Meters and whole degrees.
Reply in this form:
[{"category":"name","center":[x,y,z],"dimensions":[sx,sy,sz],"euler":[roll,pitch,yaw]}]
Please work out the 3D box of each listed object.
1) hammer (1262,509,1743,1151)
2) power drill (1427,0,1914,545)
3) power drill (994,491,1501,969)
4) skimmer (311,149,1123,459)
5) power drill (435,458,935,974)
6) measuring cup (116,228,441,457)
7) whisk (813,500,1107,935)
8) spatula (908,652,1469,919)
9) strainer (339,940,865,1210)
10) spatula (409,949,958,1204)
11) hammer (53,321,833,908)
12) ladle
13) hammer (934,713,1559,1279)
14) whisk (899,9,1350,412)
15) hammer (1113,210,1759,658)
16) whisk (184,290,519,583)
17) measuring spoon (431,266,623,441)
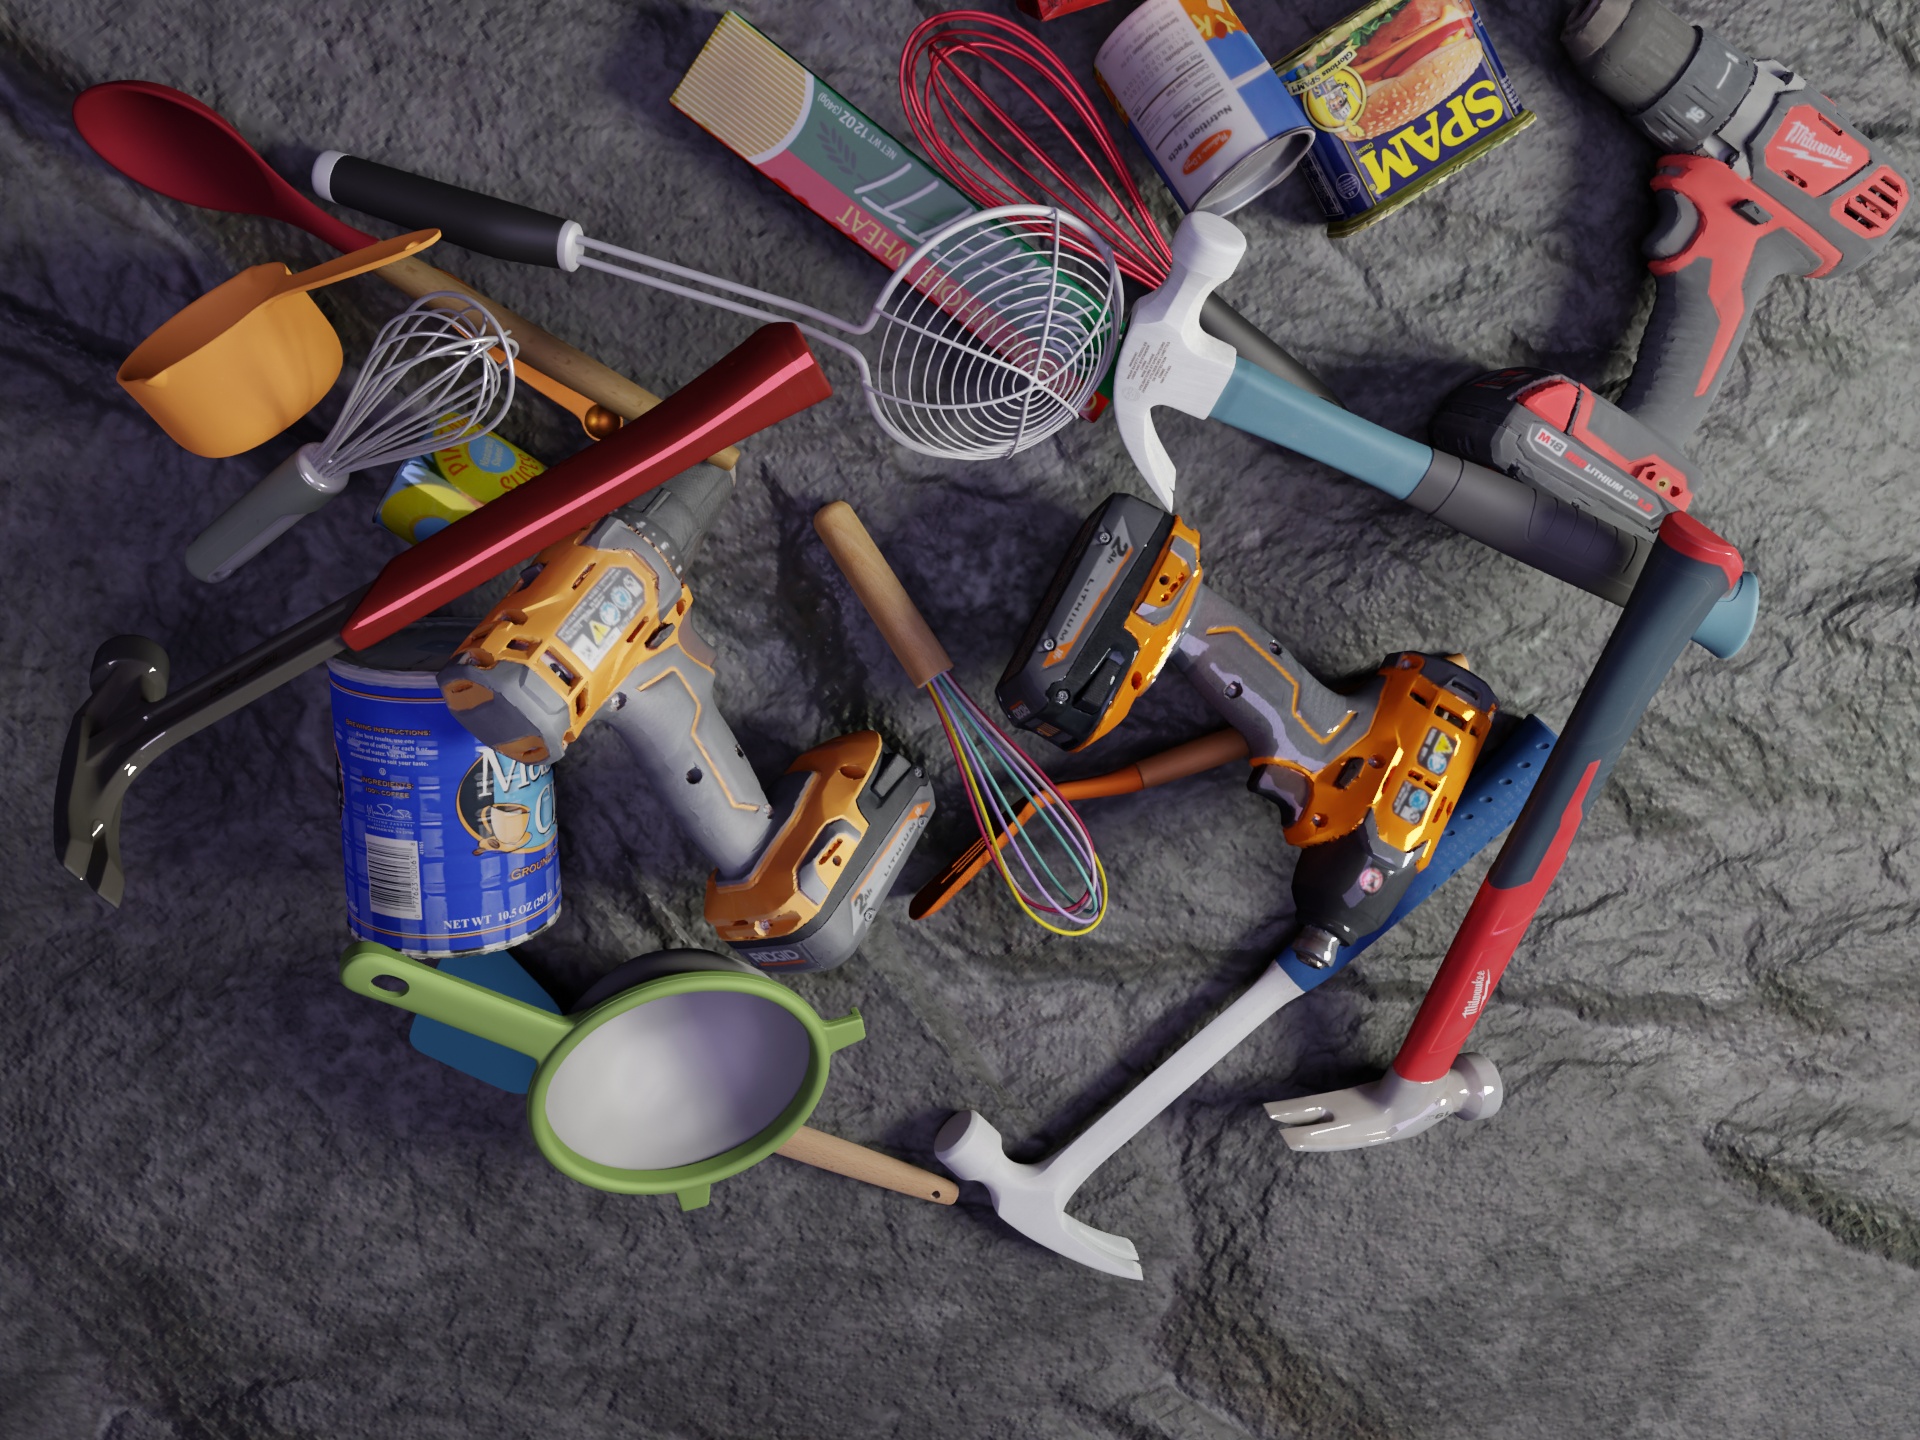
[{"category":"hammer","center":[0.269,0.073,0.788],"dimensions":[0.143,0.038,0.386],"euler":[-4,128,-23]},{"category":"power drill","center":[0.321,-0.214,0.762],"dimensions":[0.187,0.080,0.226],"euler":[29,100,-14]},{"category":"power drill","center":[0.135,0.008,0.776],"dimensions":[0.226,0.084,0.164],"euler":[29,78,-6]},{"category":"skimmer","center":[-0.108,-0.209,0.724],"dimensions":[0.363,0.090,0.127],"euler":[18,132,6]},{"category":"power drill","center":[-0.112,-0.011,0.758],"dimensions":[0.084,0.185,0.226],"euler":[-13,128,46]},{"category":"measuring cup","center":[-0.283,-0.166,0.694],"dimensions":[0.173,0.095,0.052],"euler":[-12,131,21]},{"category":"whisk","center":[-0.003,-0.002,0.775],"dimensions":[0.047,0.051,0.245],"euler":[-32,85,-5]},{"category":"spatula","center":[0.119,0.030,0.834],"dimensions":[0.322,0.081,0.041],"euler":[-19,92,-4]},{"category":"strainer","center":[-0.184,0.145,0.781],"dimensions":[0.256,0.069,0.151],"euler":[31,109,-34]},{"category":"spatula","center":[-0.142,0.208,0.879],"dimensions":[0.317,0.044,0.082],"euler":[25,102,-17]},{"category":"hammer","center":[-0.215,-0.060,0.668],"dimensions":[0.359,0.149,0.036],"euler":[-29,133,2]},{"category":"ladle","center":[-0.240,-0.196,0.715],"dimensions":[0.315,0.069,0.031],"euler":[29,62,-9]},{"category":"hammer","center":[0.178,0.152,0.884],"dimensions":[0.405,0.035,0.144],"euler":[-43,106,8]},{"category":"whisk","center":[0.089,-0.218,0.749],"dimensions":[0.295,0.073,0.073],"euler":[38,101,-21]},{"category":"hammer","center":[0.222,-0.109,0.731],"dimensions":[0.331,0.033,0.128],"euler":[23,132,-8]},{"category":"whisk","center":[-0.276,-0.114,0.701],"dimensions":[0.246,0.058,0.059],"euler":[-24,99,35]},{"category":"measuring spoon","center":[-0.209,-0.175,0.758],"dimensions":[0.117,0.011,0.021],"euler":[39,102,-12]}]
